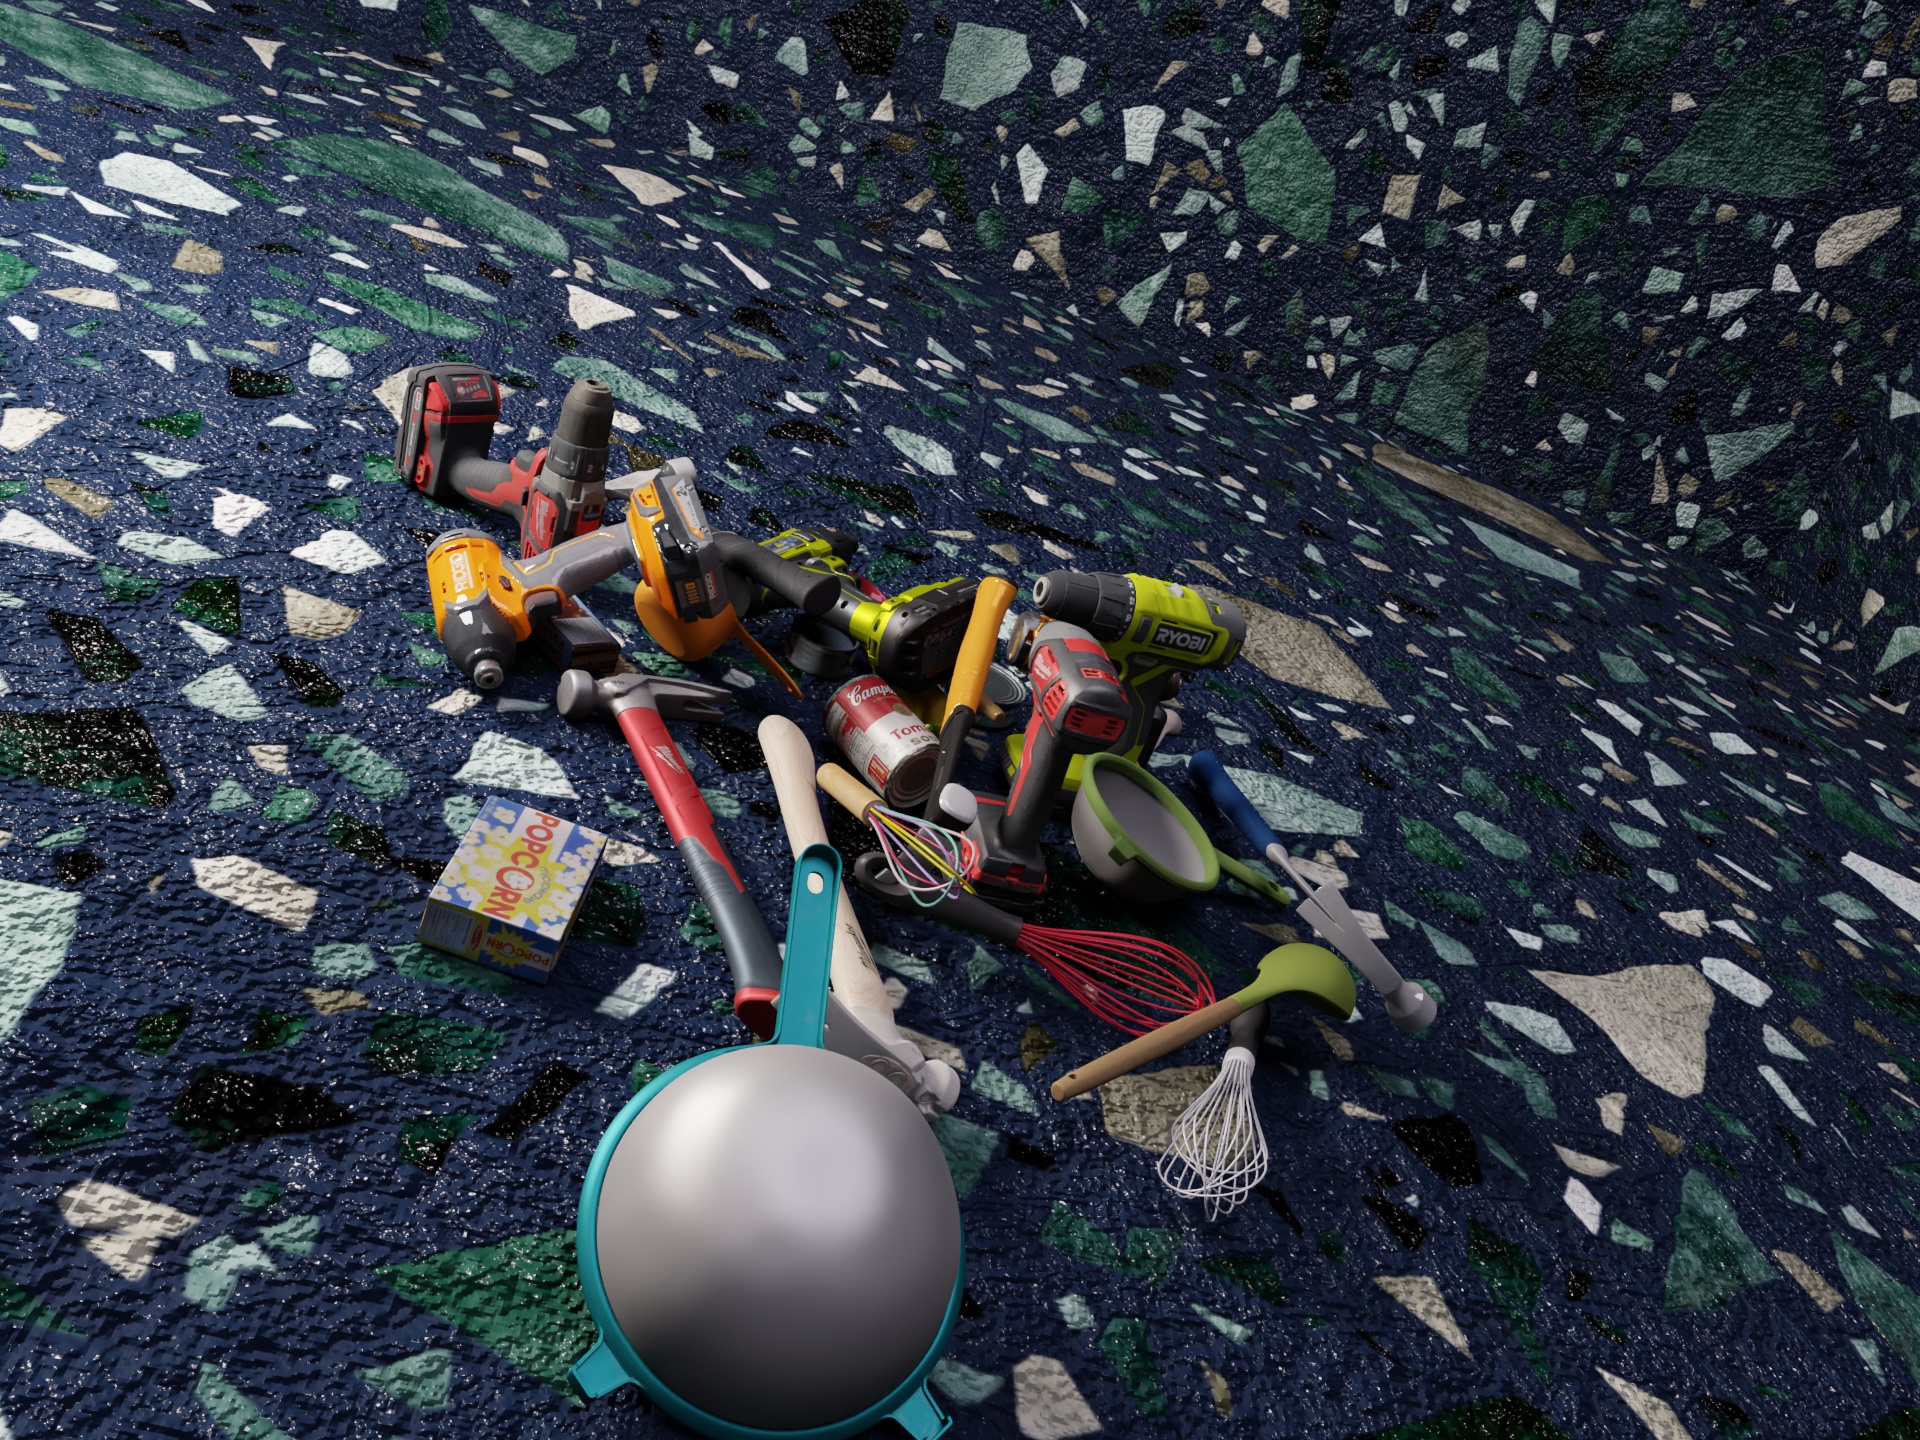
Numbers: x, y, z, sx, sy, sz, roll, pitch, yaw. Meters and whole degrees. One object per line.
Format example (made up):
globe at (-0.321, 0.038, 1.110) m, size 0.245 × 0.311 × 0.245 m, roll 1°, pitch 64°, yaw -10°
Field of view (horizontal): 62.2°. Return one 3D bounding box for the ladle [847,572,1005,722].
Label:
ladle at (-0.037, -0.068, 1.506) m, size 0.069 × 0.031 × 0.316 m, roll 29°, pitch 8°, yaw -37°

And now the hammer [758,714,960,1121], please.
hammer at (-0.105, 0.105, 1.133) m, size 0.146 × 0.038 × 0.411 m, roll 44°, pitch 10°, yaw -33°

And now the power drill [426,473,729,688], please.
power drill at (-0.307, -0.106, 1.274) m, size 0.226 × 0.084 × 0.164 m, roll -17°, pitch 47°, yaw -10°

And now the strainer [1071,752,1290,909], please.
strainer at (0.182, 0.125, 1.370) m, size 0.256 × 0.069 × 0.152 m, roll 29°, pitch 27°, yaw -32°

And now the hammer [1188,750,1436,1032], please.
hammer at (0.277, 0.116, 1.381) m, size 0.144 × 0.035 × 0.406 m, roll 47°, pitch 6°, yaw -24°

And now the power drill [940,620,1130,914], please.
power drill at (0.055, 0.031, 1.244) m, size 0.078 × 0.219 × 0.143 m, roll 14°, pitch 29°, yaw -20°

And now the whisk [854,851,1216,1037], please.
whisk at (0.057, 0.161, 1.158) m, size 0.295 × 0.073 × 0.073 m, roll 25°, pitch 26°, yaw -12°

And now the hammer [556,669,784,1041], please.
hammer at (-0.178, 0.086, 1.159) m, size 0.143 × 0.038 × 0.387 m, roll 6°, pitch 32°, yaw -35°

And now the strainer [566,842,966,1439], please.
strainer at (-0.078, 0.196, 0.843) m, size 0.211 × 0.095 × 0.341 m, roll 15°, pitch 52°, yaw -16°

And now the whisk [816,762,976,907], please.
whisk at (-0.050, 0.076, 1.128) m, size 0.047 × 0.051 × 0.245 m, roll 13°, pitch 9°, yaw -28°

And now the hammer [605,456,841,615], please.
hammer at (-0.227, -0.165, 1.425) m, size 0.149 × 0.036 × 0.409 m, roll -19°, pitch 30°, yaw -29°

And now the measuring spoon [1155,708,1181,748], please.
measuring spoon at (0.199, 0.012, 1.620) m, size 0.034 × 0.018 × 0.124 m, roll 31°, pitch 28°, yaw 12°

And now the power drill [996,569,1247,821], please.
power drill at (0.121, -0.025, 1.389) m, size 0.190 × 0.228 × 0.080 m, roll 12°, pitch 29°, yaw -24°

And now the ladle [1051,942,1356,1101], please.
ladle at (0.173, 0.220, 1.115) m, size 0.320 × 0.062 × 0.078 m, roll -13°, pitch 27°, yaw -43°

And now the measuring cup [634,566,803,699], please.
measuring cup at (-0.211, -0.065, 1.368) m, size 0.174 × 0.095 × 0.052 m, roll 44°, pitch 64°, yaw 11°

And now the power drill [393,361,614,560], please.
power drill at (-0.398, -0.245, 1.420) m, size 0.227 × 0.187 × 0.080 m, roll 33°, pitch 29°, yaw 26°

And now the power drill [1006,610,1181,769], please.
power drill at (0.146, -0.027, 1.581) m, size 0.185 × 0.084 × 0.226 m, roll 17°, pitch 23°, yaw -11°

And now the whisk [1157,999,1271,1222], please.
whisk at (0.192, 0.261, 1.130) m, size 0.070 × 0.070 × 0.284 m, roll 28°, pitch 22°, yaw 7°

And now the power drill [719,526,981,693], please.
power drill at (-0.090, -0.115, 1.454) m, size 0.223 × 0.080 × 0.171 m, roll 26°, pitch 34°, yaw 28°

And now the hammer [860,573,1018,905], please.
hammer at (-0.002, -0.004, 1.275) m, size 0.034 × 0.127 × 0.337 m, roll 30°, pitch 41°, yaw -12°
